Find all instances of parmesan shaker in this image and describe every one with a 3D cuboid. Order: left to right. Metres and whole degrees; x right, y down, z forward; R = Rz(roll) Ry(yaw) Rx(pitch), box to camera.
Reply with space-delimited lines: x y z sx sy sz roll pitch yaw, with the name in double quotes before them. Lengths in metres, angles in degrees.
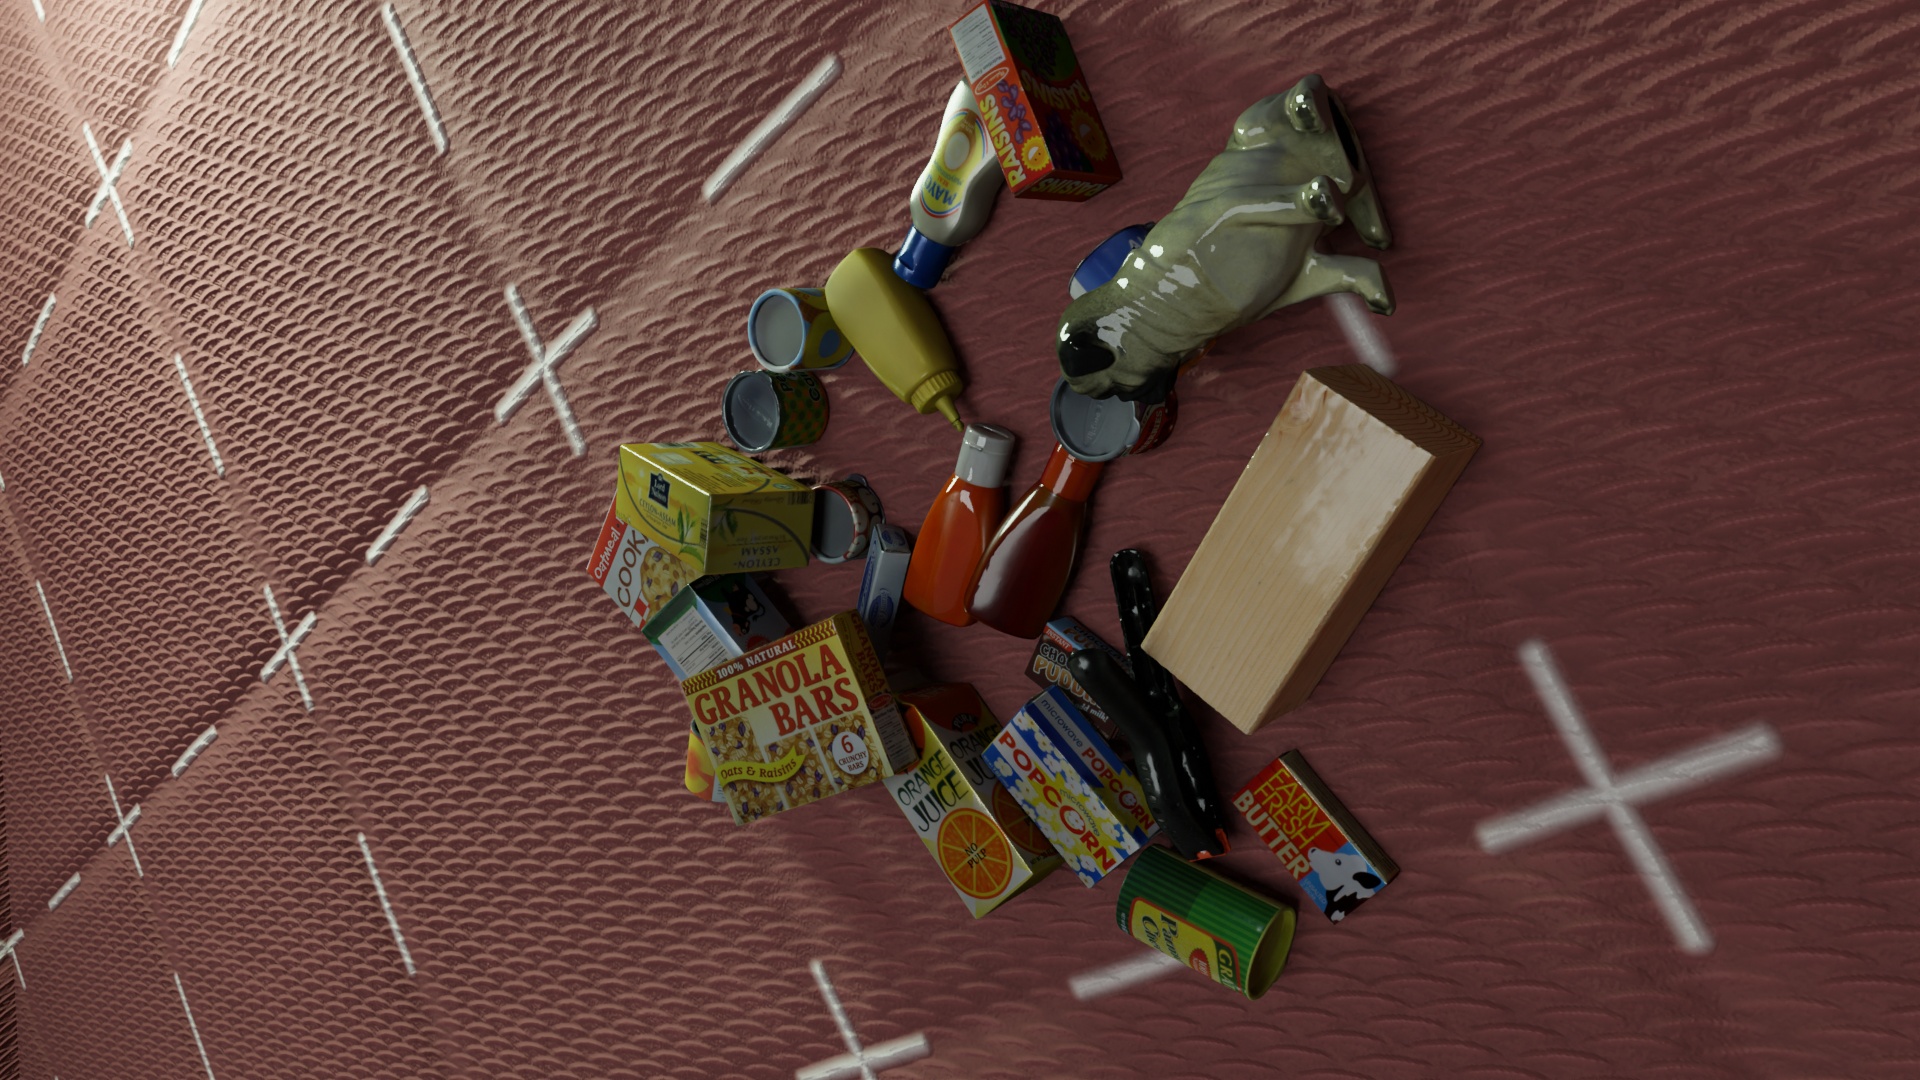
"parmesan shaker" 0.165 0.258 0.940 0.103 0.071 0.071 20 110 35

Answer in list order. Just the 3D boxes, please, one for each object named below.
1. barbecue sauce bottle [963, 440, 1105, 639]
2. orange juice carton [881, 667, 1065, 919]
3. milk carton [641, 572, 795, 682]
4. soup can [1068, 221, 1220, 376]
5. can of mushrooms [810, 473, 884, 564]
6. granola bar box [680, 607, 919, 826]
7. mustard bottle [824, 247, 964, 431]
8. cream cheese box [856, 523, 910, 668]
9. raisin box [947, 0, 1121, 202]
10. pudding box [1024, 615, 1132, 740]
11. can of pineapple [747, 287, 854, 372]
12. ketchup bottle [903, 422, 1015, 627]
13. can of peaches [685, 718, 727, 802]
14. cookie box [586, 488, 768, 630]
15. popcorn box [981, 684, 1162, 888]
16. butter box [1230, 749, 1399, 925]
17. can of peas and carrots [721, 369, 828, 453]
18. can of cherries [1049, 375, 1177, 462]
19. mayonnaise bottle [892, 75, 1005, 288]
"barbecue sauce bottle" 0.058 -0.004 0.984 0.065 0.044 0.148 22 111 -7
"orange juice carton" -0.002 0.179 1.052 0.193 0.072 0.072 53 125 17
"milk carton" -0.166 0.117 1.145 0.073 0.072 0.190 -41 86 30
"soup can" 0.123 -0.153 0.897 0.084 0.071 0.071 53 125 17
"can of mushrooms" -0.096 -0.017 1.115 0.071 0.033 0.071 9 104 38
"granola bar box" -0.124 0.136 1.054 0.165 0.039 0.124 -24 87 32
"mustard bottle" -0.040 -0.143 1.038 0.065 0.049 0.160 -44 72 37
"cream cheese box" -0.064 0.044 1.090 0.053 0.024 0.103 -113 34 -64
"raisin box" 0.050 -0.287 0.916 0.040 0.086 0.123 -25 83 37
"pudding box" 0.091 0.097 0.990 0.084 0.030 0.049 38 119 27
"can of pineapple" -0.124 -0.168 1.093 0.071 0.058 0.071 8 103 37
"ketchup bottle" 0.004 -0.013 1.030 0.065 0.044 0.148 26 113 24
"can of peaches" -0.207 0.188 1.222 0.071 0.071 0.057 22 112 33
"cookie box" -0.257 0.029 1.248 0.168 0.040 0.122 42 121 24
"popcorn box" 0.080 0.175 0.987 0.127 0.038 0.084 49 142 13
"butter box" 0.229 0.191 0.903 0.104 0.024 0.053 51 124 19
"can of peas and carrots" -0.149 -0.108 1.124 0.071 0.059 0.070 8 103 37
"can of cherries" 0.105 -0.086 0.928 0.071 0.058 0.071 7 102 37
"mayonnaise bottle" -0.003 -0.251 0.992 0.065 0.041 0.147 43 121 24
